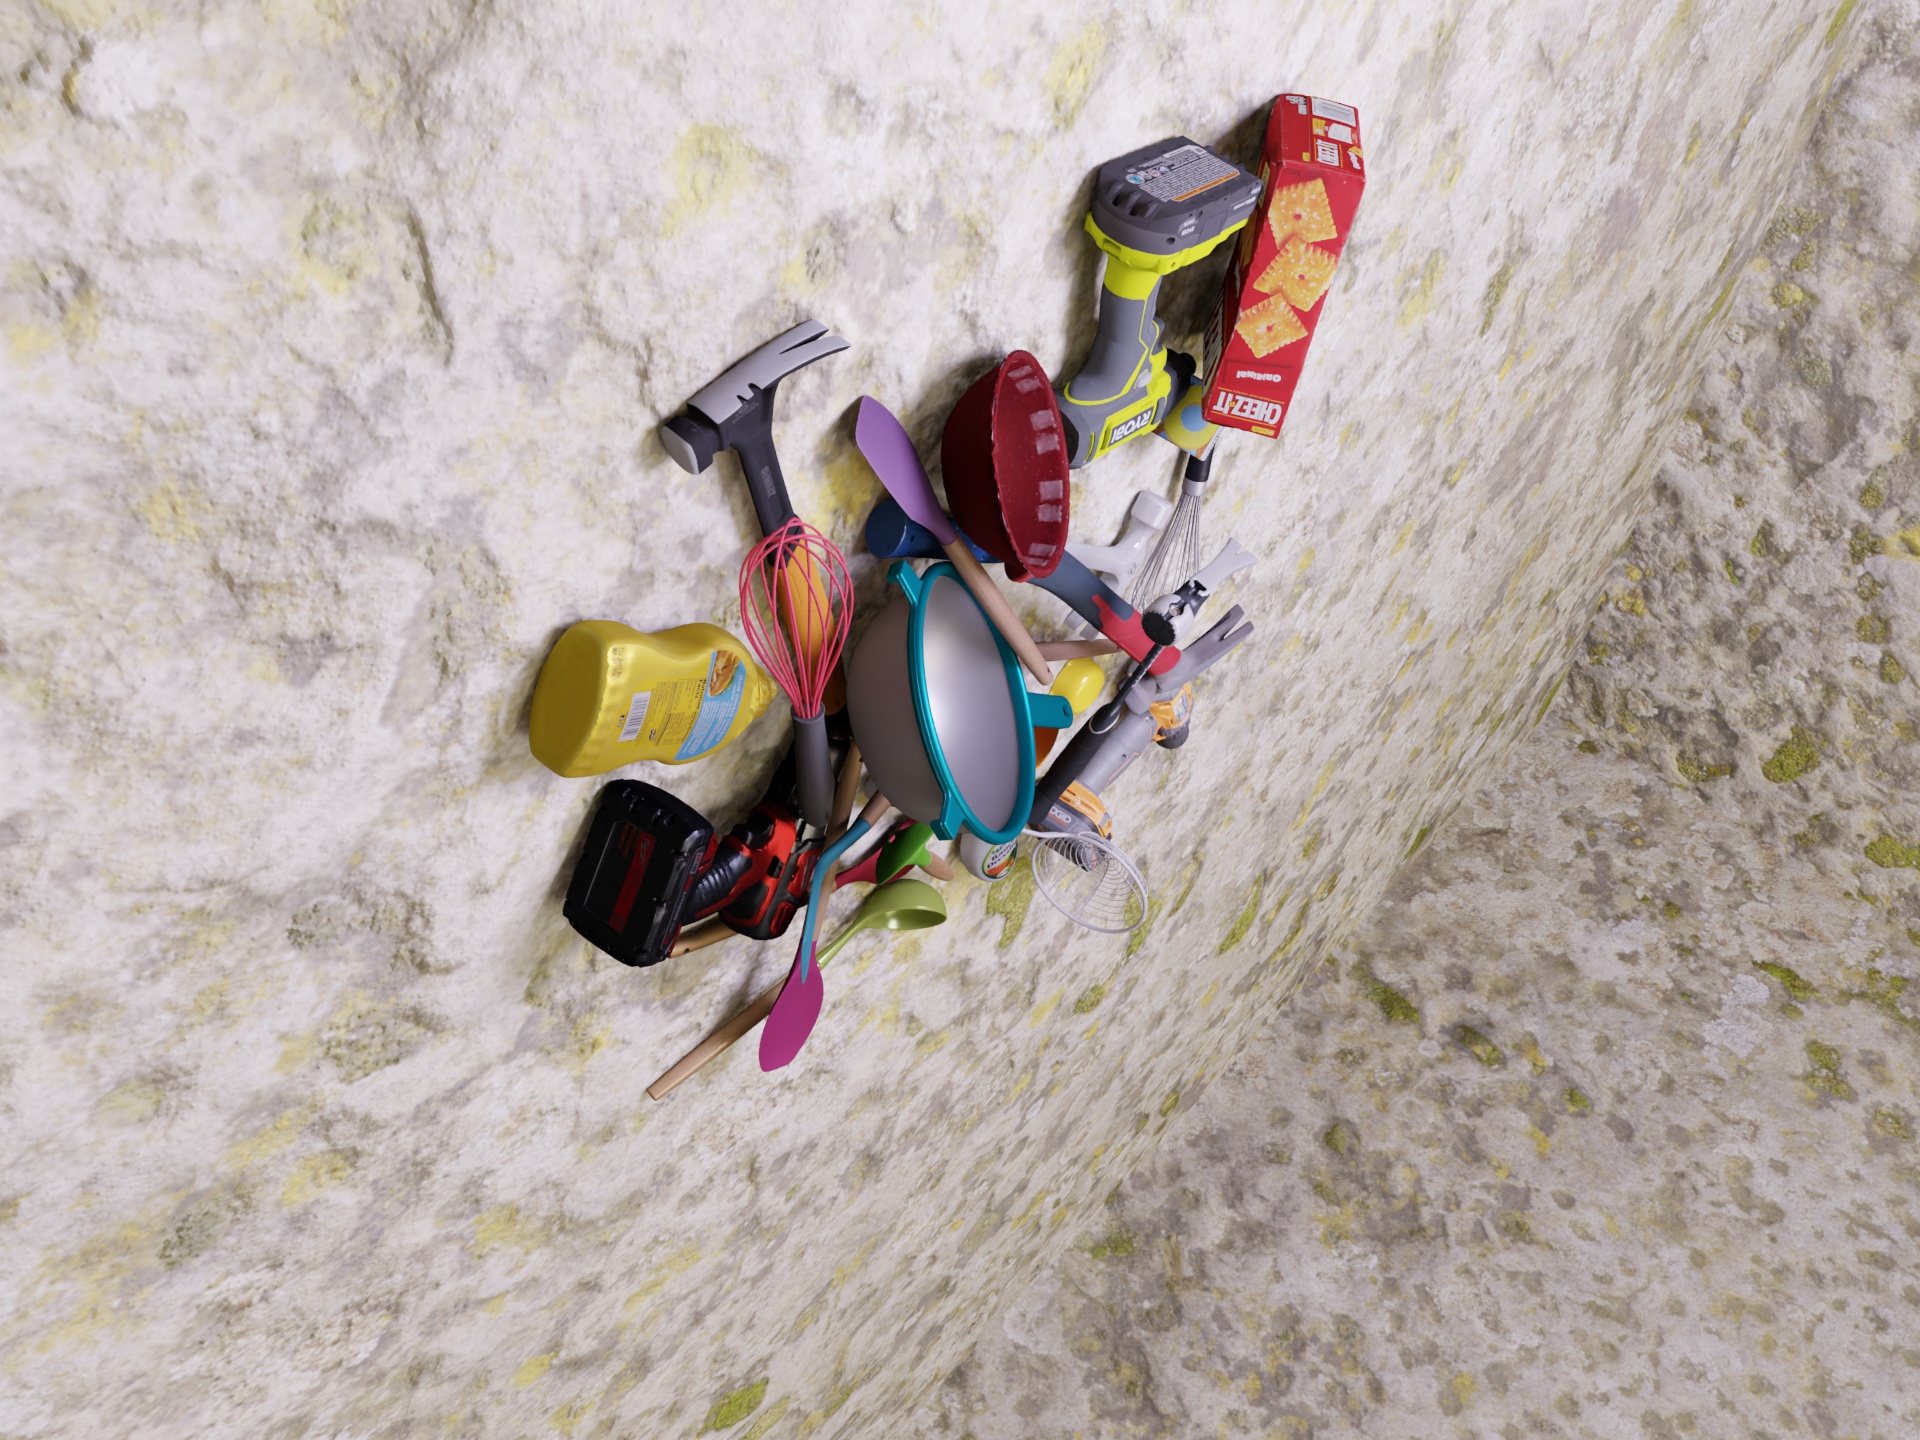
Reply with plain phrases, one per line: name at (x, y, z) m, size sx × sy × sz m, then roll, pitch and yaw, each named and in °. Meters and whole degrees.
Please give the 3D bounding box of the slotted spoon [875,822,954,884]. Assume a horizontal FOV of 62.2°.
slotted spoon at (-0.032, 0.126, 1.411) m, size 0.070 × 0.031 × 0.313 m, roll -45°, pitch 168°, yaw -2°

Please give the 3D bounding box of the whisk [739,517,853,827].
whisk at (-0.103, -0.020, 1.060) m, size 0.073 × 0.073 × 0.295 m, roll -39°, pitch 150°, yaw -28°

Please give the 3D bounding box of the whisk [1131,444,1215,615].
whisk at (0.213, -0.193, 1.486) m, size 0.070 × 0.070 × 0.284 m, roll -30°, pitch 142°, yaw -40°

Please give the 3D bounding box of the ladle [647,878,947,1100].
ladle at (-0.142, 0.245, 1.432) m, size 0.320 × 0.062 × 0.078 m, roll -37°, pitch 171°, yaw -26°

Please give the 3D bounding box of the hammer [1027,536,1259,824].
hammer at (0.137, -0.016, 1.408) m, size 0.149 × 0.036 × 0.408 m, roll -42°, pitch 170°, yaw -35°

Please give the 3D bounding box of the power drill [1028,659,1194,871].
power drill at (0.170, 0.047, 1.687) m, size 0.226 × 0.084 × 0.185 m, roll -54°, pitch 157°, yaw -10°

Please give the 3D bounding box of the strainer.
strainer at (-0.002, -0.004, 1.234) m, size 0.340 × 0.095 × 0.211 m, roll 4°, pitch 74°, yaw -69°

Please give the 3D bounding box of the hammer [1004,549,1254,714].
hammer at (0.144, -0.100, 1.378) m, size 0.143 × 0.038 × 0.386 m, roll -36°, pitch 155°, yaw 13°

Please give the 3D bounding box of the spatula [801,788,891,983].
spatula at (-0.056, 0.073, 1.317) m, size 0.317 × 0.044 × 0.082 m, roll -53°, pitch 165°, yaw -27°

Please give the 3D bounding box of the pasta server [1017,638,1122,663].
pasta server at (0.068, -0.056, 1.414) m, size 0.316 × 0.040 × 0.060 m, roll -9°, pitch 117°, yaw -54°

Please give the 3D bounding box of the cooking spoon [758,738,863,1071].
cooking spoon at (-0.122, 0.161, 1.344) m, size 0.068 × 0.017 × 0.318 m, roll -9°, pitch 121°, yaw -50°

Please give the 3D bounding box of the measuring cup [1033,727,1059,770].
measuring cup at (0.018, 0.025, 1.429) m, size 0.173 × 0.052 × 0.095 m, roll -18°, pitch 137°, yaw -48°

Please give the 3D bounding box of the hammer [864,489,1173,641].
hammer at (0.050, -0.135, 1.298) m, size 0.405 × 0.035 × 0.144 m, roll -3°, pitch 125°, yaw -58°

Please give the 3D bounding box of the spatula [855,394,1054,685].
spatula at (0.002, -0.118, 1.151) m, size 0.315 × 0.018 × 0.060 m, roll 52°, pitch 37°, yaw -46°

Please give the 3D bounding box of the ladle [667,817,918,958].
ladle at (-0.130, 0.147, 1.363) m, size 0.315 × 0.031 × 0.069 m, roll -19°, pitch 137°, yaw -47°

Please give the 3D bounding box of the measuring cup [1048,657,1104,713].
measuring cup at (0.083, 0.000, 1.531) m, size 0.156 × 0.029 × 0.062 m, roll -45°, pitch 153°, yaw -20°

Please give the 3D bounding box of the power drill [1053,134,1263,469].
power drill at (0.142, -0.310, 1.193) m, size 0.171 × 0.080 × 0.223 m, roll -34°, pitch 152°, yaw -36°

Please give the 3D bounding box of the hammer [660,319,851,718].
hammer at (-0.108, -0.110, 1.065) m, size 0.127 × 0.034 × 0.336 m, roll -42°, pitch 152°, yaw -20°

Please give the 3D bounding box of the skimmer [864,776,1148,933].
skimmer at (0.041, 0.128, 1.469) m, size 0.363 × 0.127 × 0.090 m, roll 20°, pitch 72°, yaw -46°

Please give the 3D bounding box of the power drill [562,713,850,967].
power drill at (-0.167, 0.081, 1.159) m, size 0.226 × 0.080 × 0.188 m, roll -3°, pitch 118°, yaw -63°
